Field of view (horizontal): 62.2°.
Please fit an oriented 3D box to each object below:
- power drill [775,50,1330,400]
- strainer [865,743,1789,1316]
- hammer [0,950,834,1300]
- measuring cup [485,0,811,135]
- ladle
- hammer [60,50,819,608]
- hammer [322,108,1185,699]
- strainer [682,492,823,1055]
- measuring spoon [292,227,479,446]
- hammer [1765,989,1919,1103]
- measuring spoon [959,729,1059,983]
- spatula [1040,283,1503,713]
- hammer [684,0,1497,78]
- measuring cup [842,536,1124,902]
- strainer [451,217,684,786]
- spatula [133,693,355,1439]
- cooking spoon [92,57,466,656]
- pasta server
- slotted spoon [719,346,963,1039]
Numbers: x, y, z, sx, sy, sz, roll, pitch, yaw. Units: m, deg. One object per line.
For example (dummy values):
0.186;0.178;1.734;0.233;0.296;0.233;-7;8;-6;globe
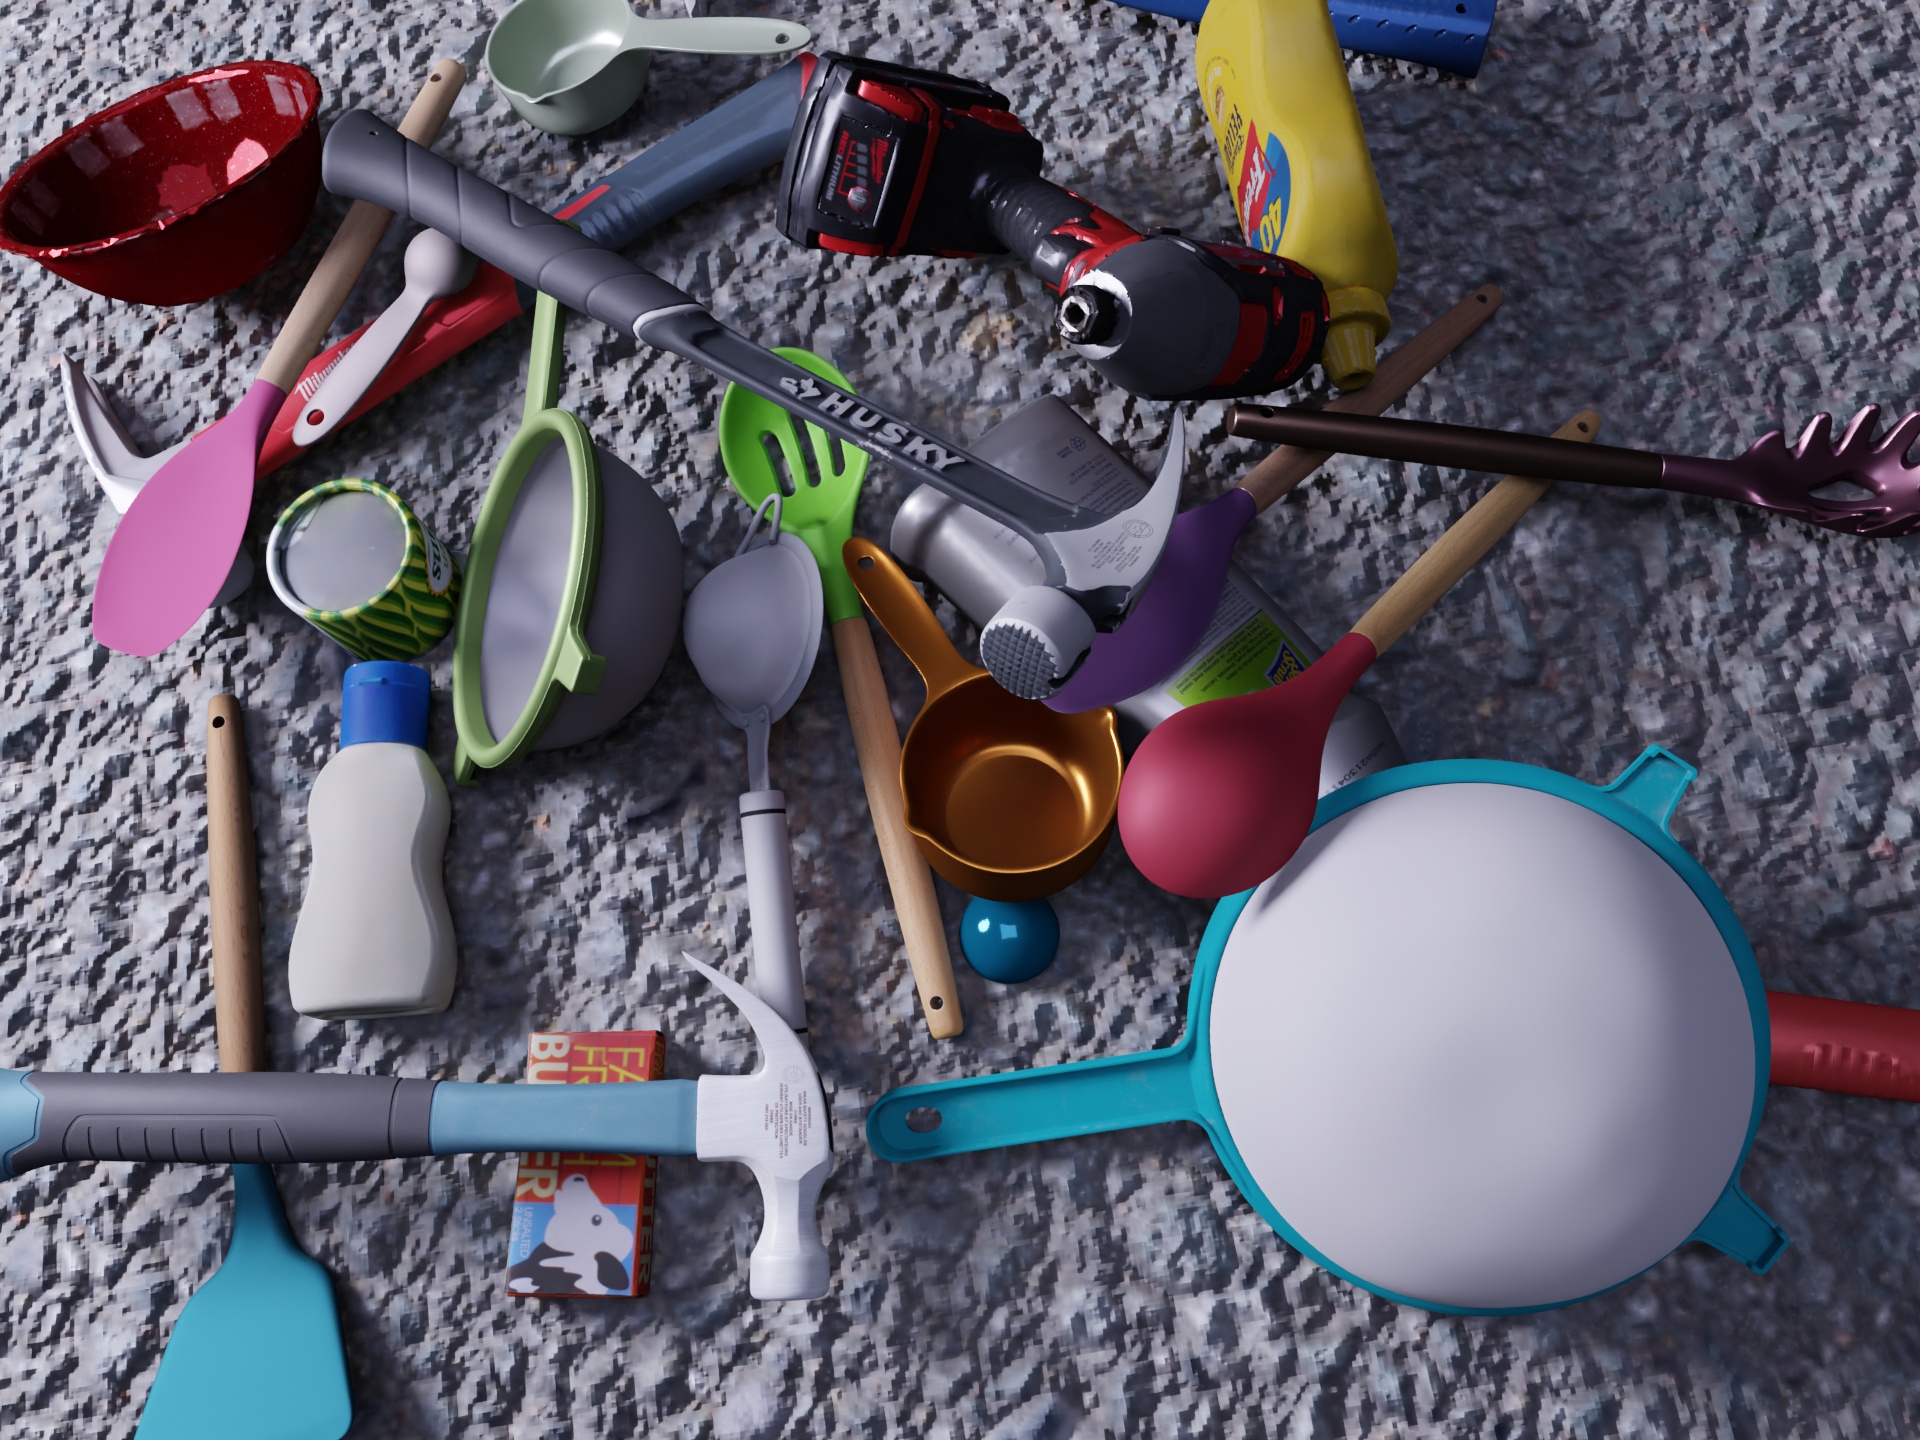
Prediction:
0.032;-0.198;0.656;0.220;0.143;0.078;37;122;29;power drill
0.123;0.132;0.572;0.340;0.095;0.211;-11;90;9;strainer
-0.214;0.154;0.608;0.331;0.033;0.128;0;73;0;hammer
-0.147;-0.318;0.770;0.167;0.038;0.083;6;69;15;measuring cup
0.176;-0.042;0.638;0.069;0.031;0.315;45;63;9;ladle
-0.232;-0.214;0.755;0.386;0.038;0.143;-35;72;-7;hammer
-0.096;-0.154;0.639;0.409;0.036;0.149;31;51;15;hammer
-0.084;0.027;0.660;0.050;0.087;0.258;2;77;-42;strainer
-0.262;-0.175;0.714;0.034;0.018;0.124;29;77;14;measuring spoon
0.390;0.122;0.610;0.359;0.036;0.149;7;73;5;hammer
0.017;0.045;0.666;0.042;0.021;0.129;-4;72;3;measuring spoon
0.136;-0.102;0.663;0.060;0.018;0.316;44;64;12;spatula
0.054;-0.366;0.784;0.405;0.035;0.144;13;74;8;hammer
-0.001;-0.002;0.656;0.095;0.052;0.174;-29;64;-12;measuring cup
-0.159;-0.099;0.687;0.069;0.151;0.256;13;66;-32;strainer
-0.295;0.133;0.649;0.082;0.044;0.318;-11;71;-5;spatula
-0.297;-0.171;0.716;0.069;0.017;0.319;15;73;21;cooking spoon
0.267;-0.112;0.661;0.316;0.040;0.060;5;58;-7;pasta server
-0.044;-0.017;0.687;0.070;0.031;0.314;-19;74;13;slotted spoon
